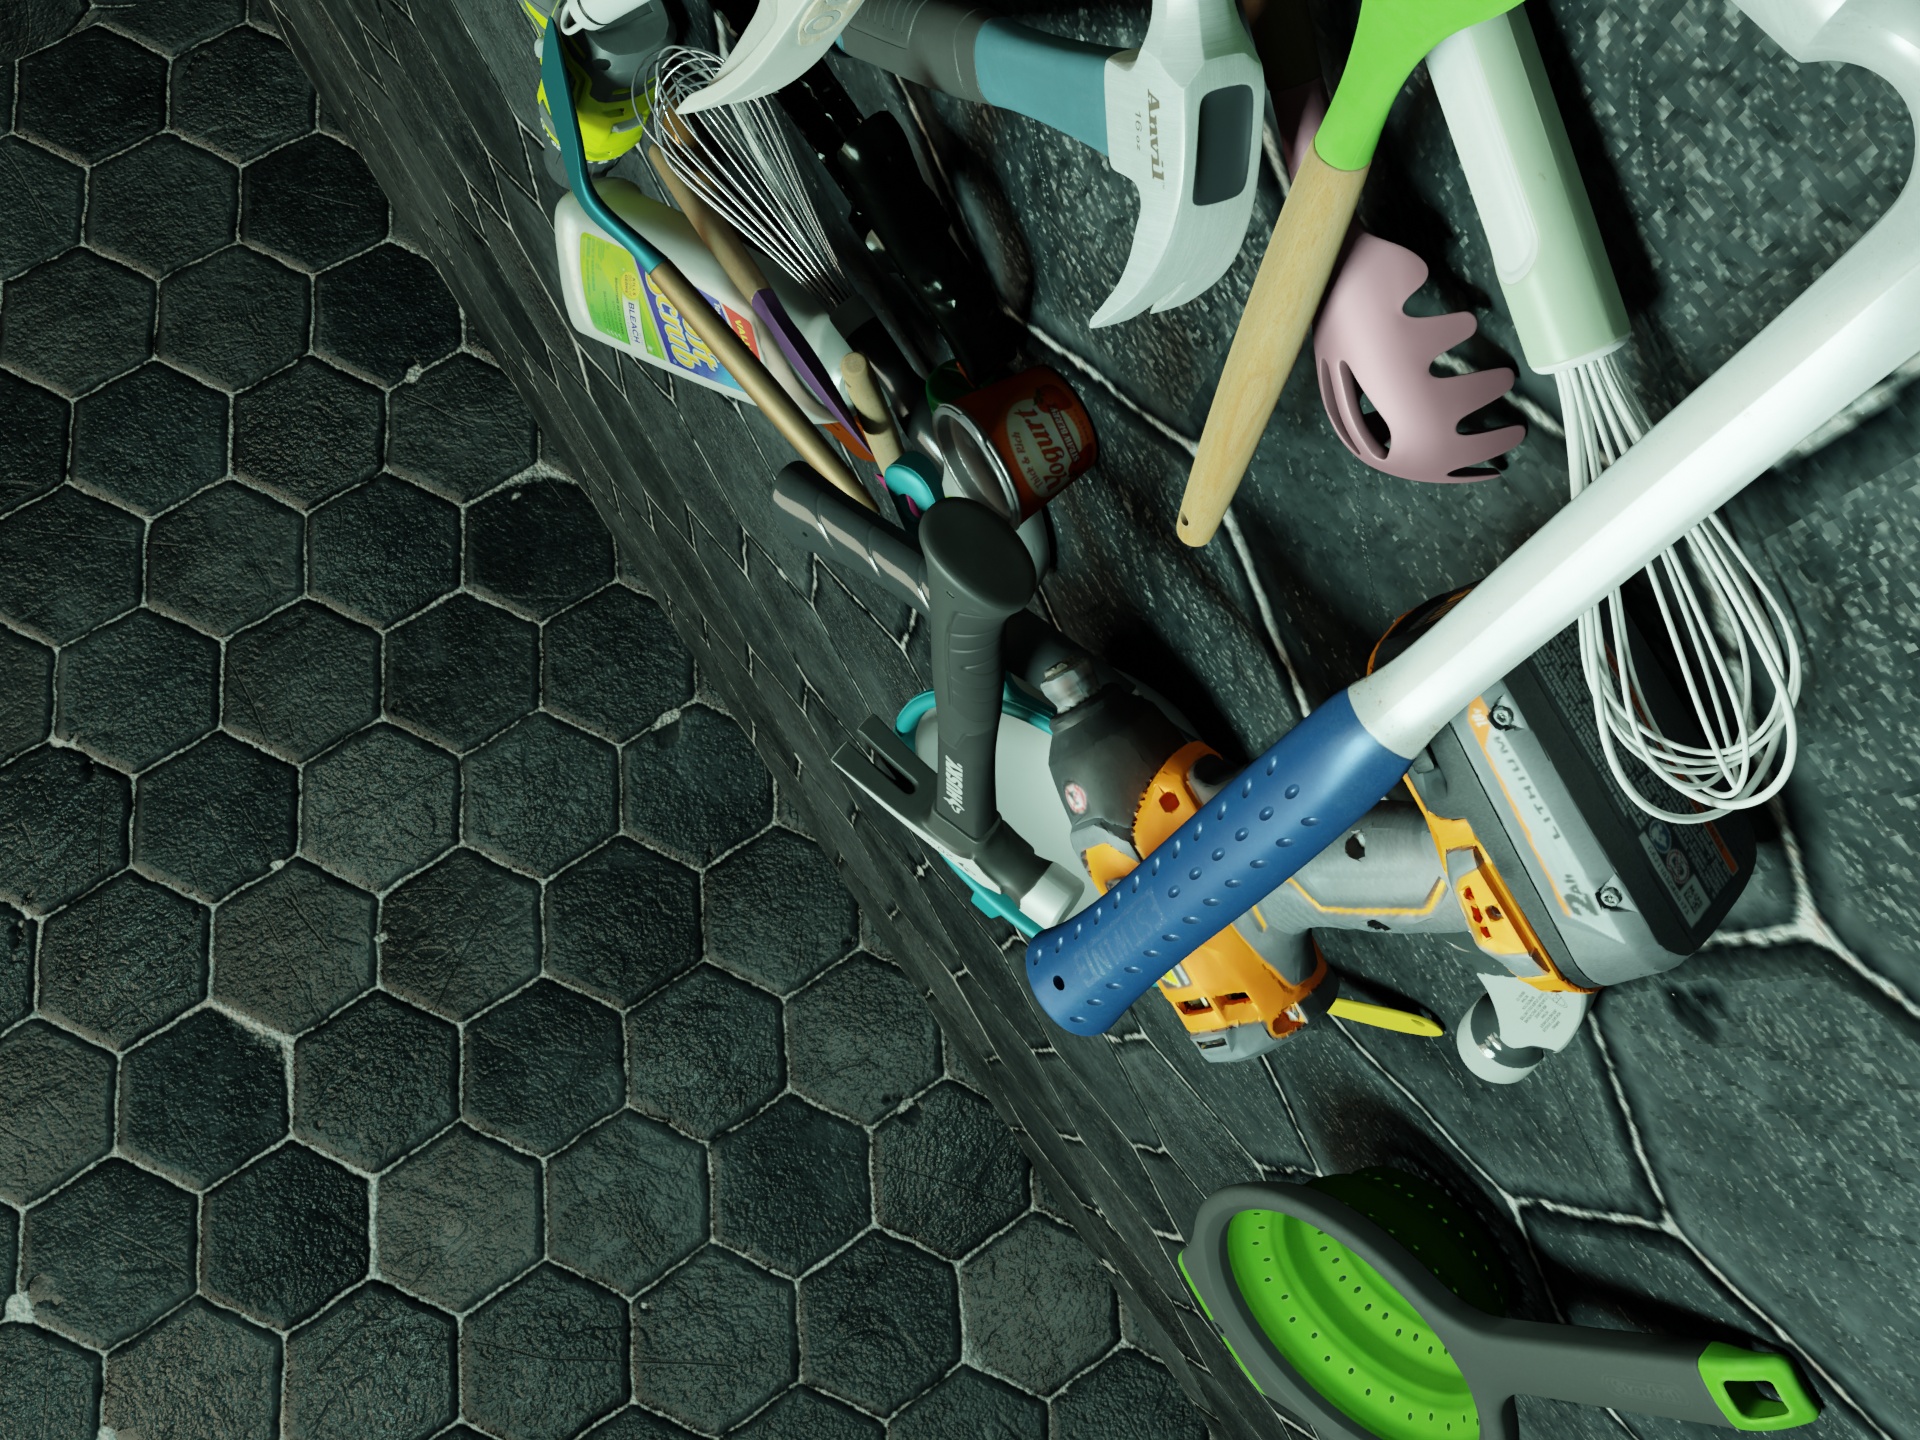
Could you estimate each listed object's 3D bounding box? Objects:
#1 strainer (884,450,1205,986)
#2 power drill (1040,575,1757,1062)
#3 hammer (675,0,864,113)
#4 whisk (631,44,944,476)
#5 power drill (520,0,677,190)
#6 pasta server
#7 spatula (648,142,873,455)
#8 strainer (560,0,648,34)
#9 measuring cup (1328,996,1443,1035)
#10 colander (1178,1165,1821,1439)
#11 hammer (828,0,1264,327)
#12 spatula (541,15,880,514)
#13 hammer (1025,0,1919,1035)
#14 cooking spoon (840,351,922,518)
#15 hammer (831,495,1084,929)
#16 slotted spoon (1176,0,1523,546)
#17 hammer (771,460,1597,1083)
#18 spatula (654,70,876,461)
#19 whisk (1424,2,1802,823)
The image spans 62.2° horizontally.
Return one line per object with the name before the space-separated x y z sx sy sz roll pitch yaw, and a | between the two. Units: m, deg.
strainer | 0.051 -0.010 0.824 0.211 0.095 0.340 14 139 42
power drill | 0.122 0.026 0.539 0.226 0.084 0.164 -27 95 54
hammer | -0.138 -0.415 0.530 0.146 0.038 0.410 -25 91 56
whisk | -0.077 -0.247 0.866 0.284 0.070 0.070 53 168 -5
power drill | -0.261 -0.444 0.954 0.228 0.080 0.190 60 157 -4
pasta server | 0.088 -0.200 0.423 0.060 0.040 0.316 33 149 61
spatula | -0.121 -0.250 0.891 0.316 0.018 0.059 57 -175 38
strainer | -0.076 -0.300 0.589 0.258 0.050 0.087 -1 95 44
measuring cup | 0.196 0.138 0.835 0.062 0.029 0.156 41 162 -26
colander | 0.276 0.303 0.830 0.204 0.094 0.397 58 149 -2
hammer | 0.009 -0.226 0.538 0.331 0.033 0.128 -127 24 -54
spatula | -0.145 -0.243 0.901 0.317 0.044 0.082 50 164 -9
hammer | 0.121 0.000 0.418 0.144 0.035 0.405 53 143 12
cooking spoon | -0.038 -0.146 0.909 0.069 0.017 0.318 54 179 9
hammer | -0.001 -0.002 0.703 0.146 0.035 0.334 36 162 14
slotted spoon | 0.093 -0.129 0.415 0.313 0.031 0.070 100 150 -65
hammer | 0.080 0.003 0.668 0.409 0.036 0.149 34 157 17
spatula | -0.134 -0.303 1.006 0.322 0.041 0.081 65 165 -15
whisk | 0.156 -0.084 0.396 0.246 0.059 0.058 65 167 -13
